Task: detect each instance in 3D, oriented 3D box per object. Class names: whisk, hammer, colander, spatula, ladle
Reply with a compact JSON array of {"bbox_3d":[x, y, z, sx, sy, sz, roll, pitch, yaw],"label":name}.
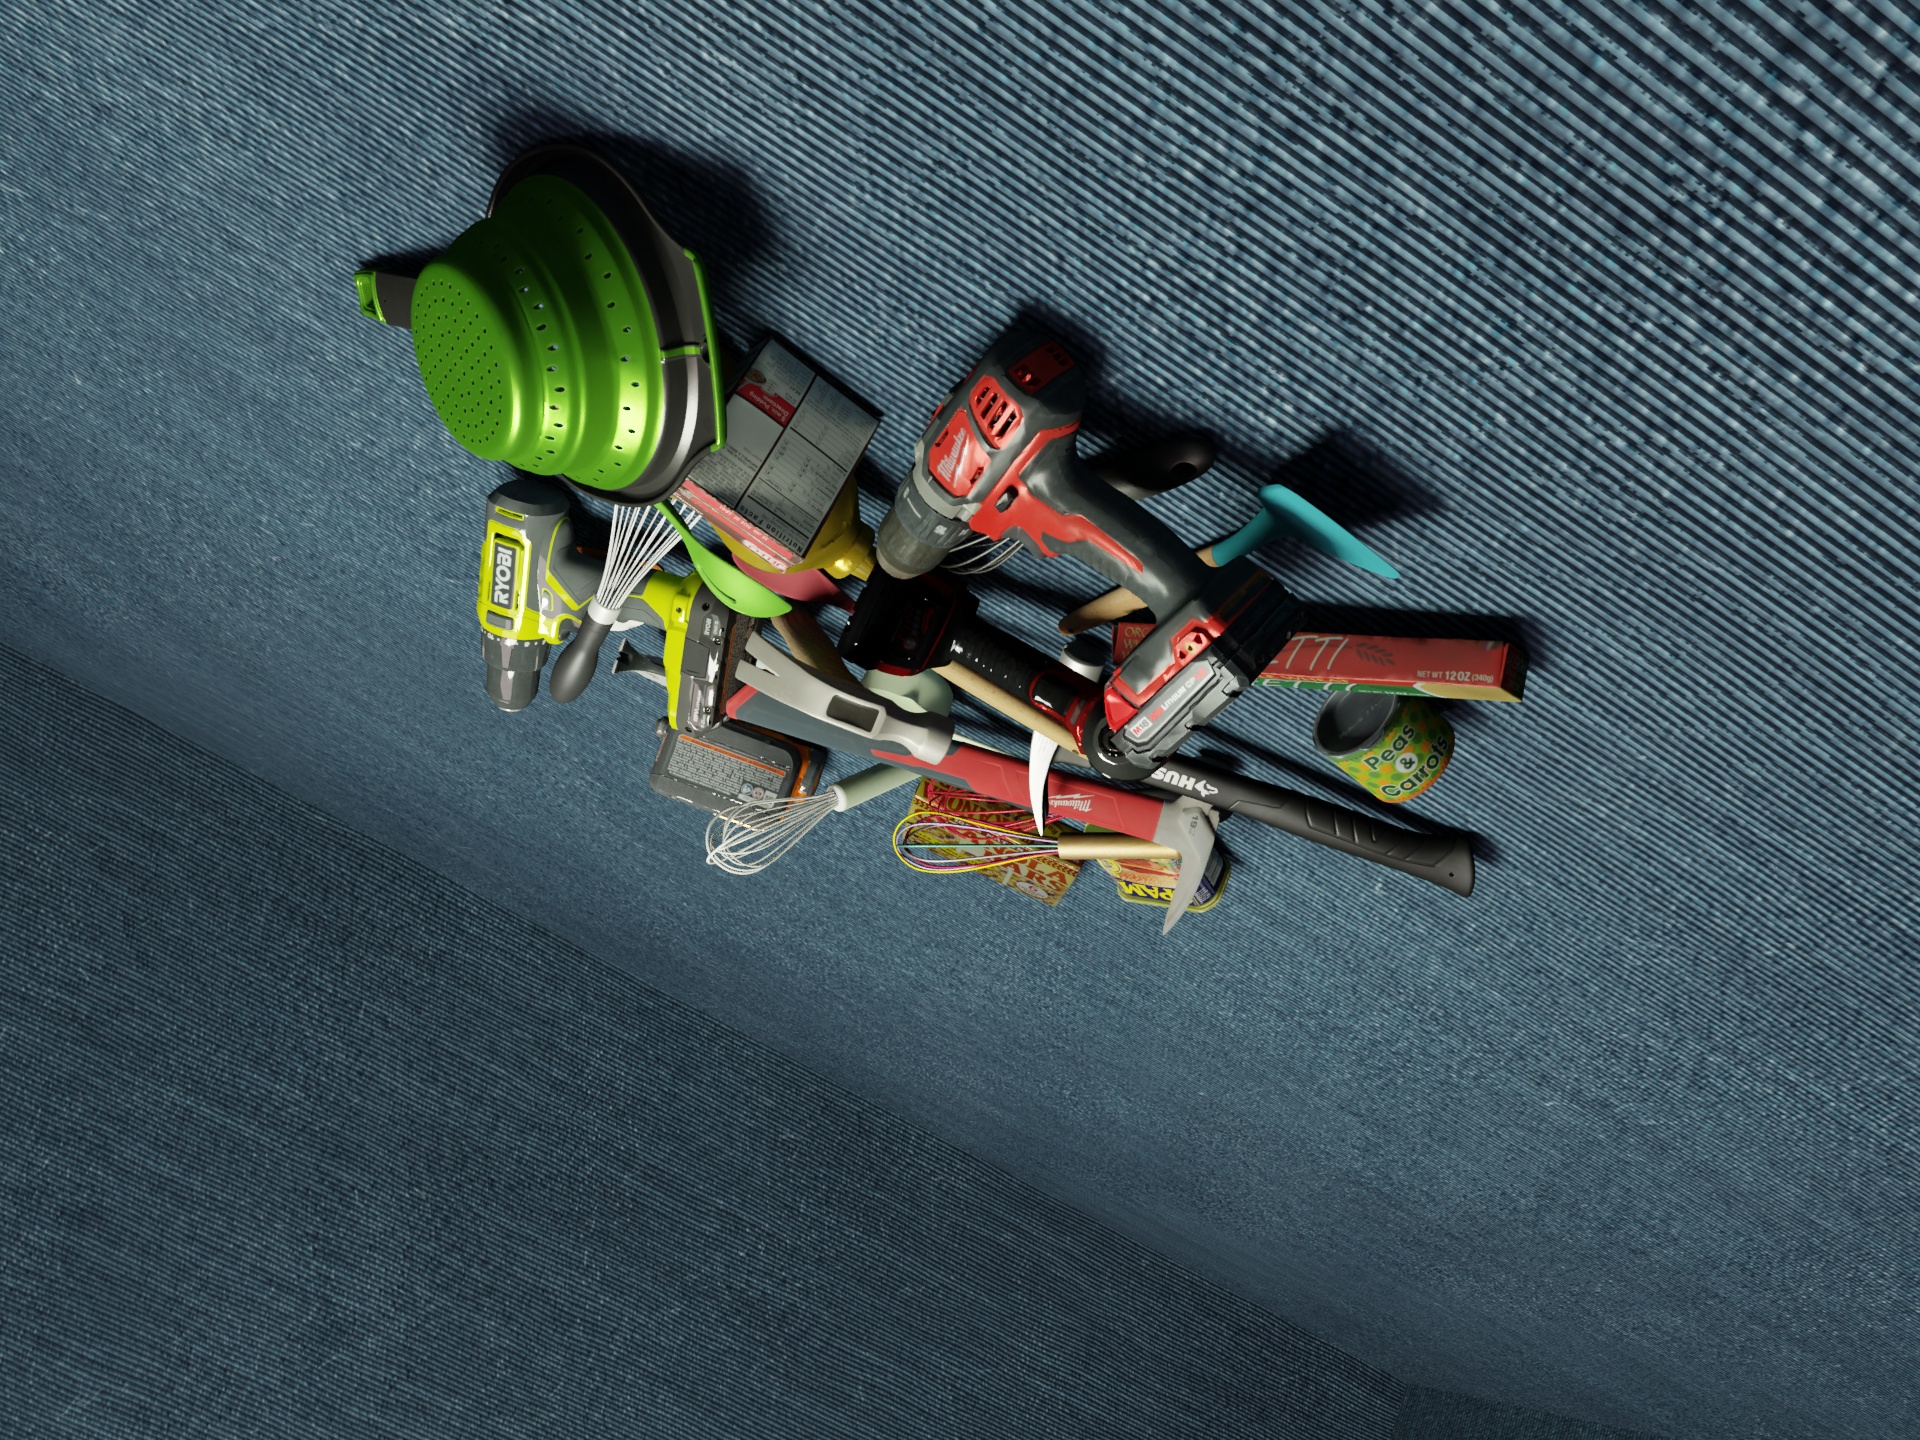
[{"bbox_3d":[0.059,0.097,1.277,0.245,0.047,0.051,-1,164,19],"label":"whisk"},{"bbox_3d":[0.004,0.049,1.225,0.386,0.038,0.143,16,116,6],"label":"hammer"},{"bbox_3d":[0.057,-0.127,0.940,0.055,0.055,0.239,39,149,-29],"label":"whisk"},{"bbox_3d":[-0.100,-0.044,1.102,0.130,0.031,0.331,21,-172,-17],"label":"hammer"},{"bbox_3d":[-0.249,-0.105,1.158,0.070,0.070,0.284,30,129,-10],"label":"whisk"},{"bbox_3d":[-0.294,-0.229,0.934,0.397,0.094,0.204,21,125,42],"label":"colander"},{"bbox_3d":[-0.110,0.068,1.329,0.058,0.246,0.059,57,140,12],"label":"whisk"},{"bbox_3d":[0.089,0.067,1.306,0.296,0.073,0.073,0,146,36],"label":"whisk"},{"bbox_3d":[0.136,-0.084,0.951,0.082,0.044,0.317,33,157,-17],"label":"spatula"},{"bbox_3d":[0.209,0.061,1.139,0.335,0.035,0.146,19,120,1],"label":"hammer"},{"bbox_3d":[-0.108,0.005,1.327,0.409,0.036,0.149,18,178,22],"label":"hammer"},{"bbox_3d":[-0.033,-0.054,1.140,0.315,0.031,0.069,32,159,18],"label":"ladle"}]

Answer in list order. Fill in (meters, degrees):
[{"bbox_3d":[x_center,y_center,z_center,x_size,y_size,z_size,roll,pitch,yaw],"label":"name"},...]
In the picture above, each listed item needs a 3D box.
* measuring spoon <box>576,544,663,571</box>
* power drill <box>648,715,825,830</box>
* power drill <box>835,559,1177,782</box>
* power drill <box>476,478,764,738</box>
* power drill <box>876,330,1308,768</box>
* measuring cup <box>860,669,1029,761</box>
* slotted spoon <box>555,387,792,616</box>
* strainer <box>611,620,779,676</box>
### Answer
[{"bbox_3d":[-0.298,-0.133,1.335,0.117,0.011,0.021,14,154,26],"label":"measuring spoon"},{"bbox_3d":[-0.212,0.034,1.434,0.164,0.084,0.226,20,-179,-1],"label":"power drill"},{"bbox_3d":[0.039,-0.029,1.030,0.220,0.078,0.143,28,-170,10],"label":"power drill"},{"bbox_3d":[-0.281,-0.071,1.266,0.228,0.080,0.190,19,117,11],"label":"power drill"},{"bbox_3d":[0.058,-0.083,0.889,0.227,0.080,0.188,46,140,2],"label":"power drill"},{"bbox_3d":[-0.002,-0.004,1.277,0.167,0.038,0.083,24,162,-9],"label":"measuring cup"},{"bbox_3d":[-0.229,-0.176,1.039,0.314,0.031,0.070,46,175,1],"label":"slotted spoon"},{"bbox_3d":[-0.228,-0.073,1.345,0.258,0.050,0.087,24,173,-11],"label":"strainer"}]
